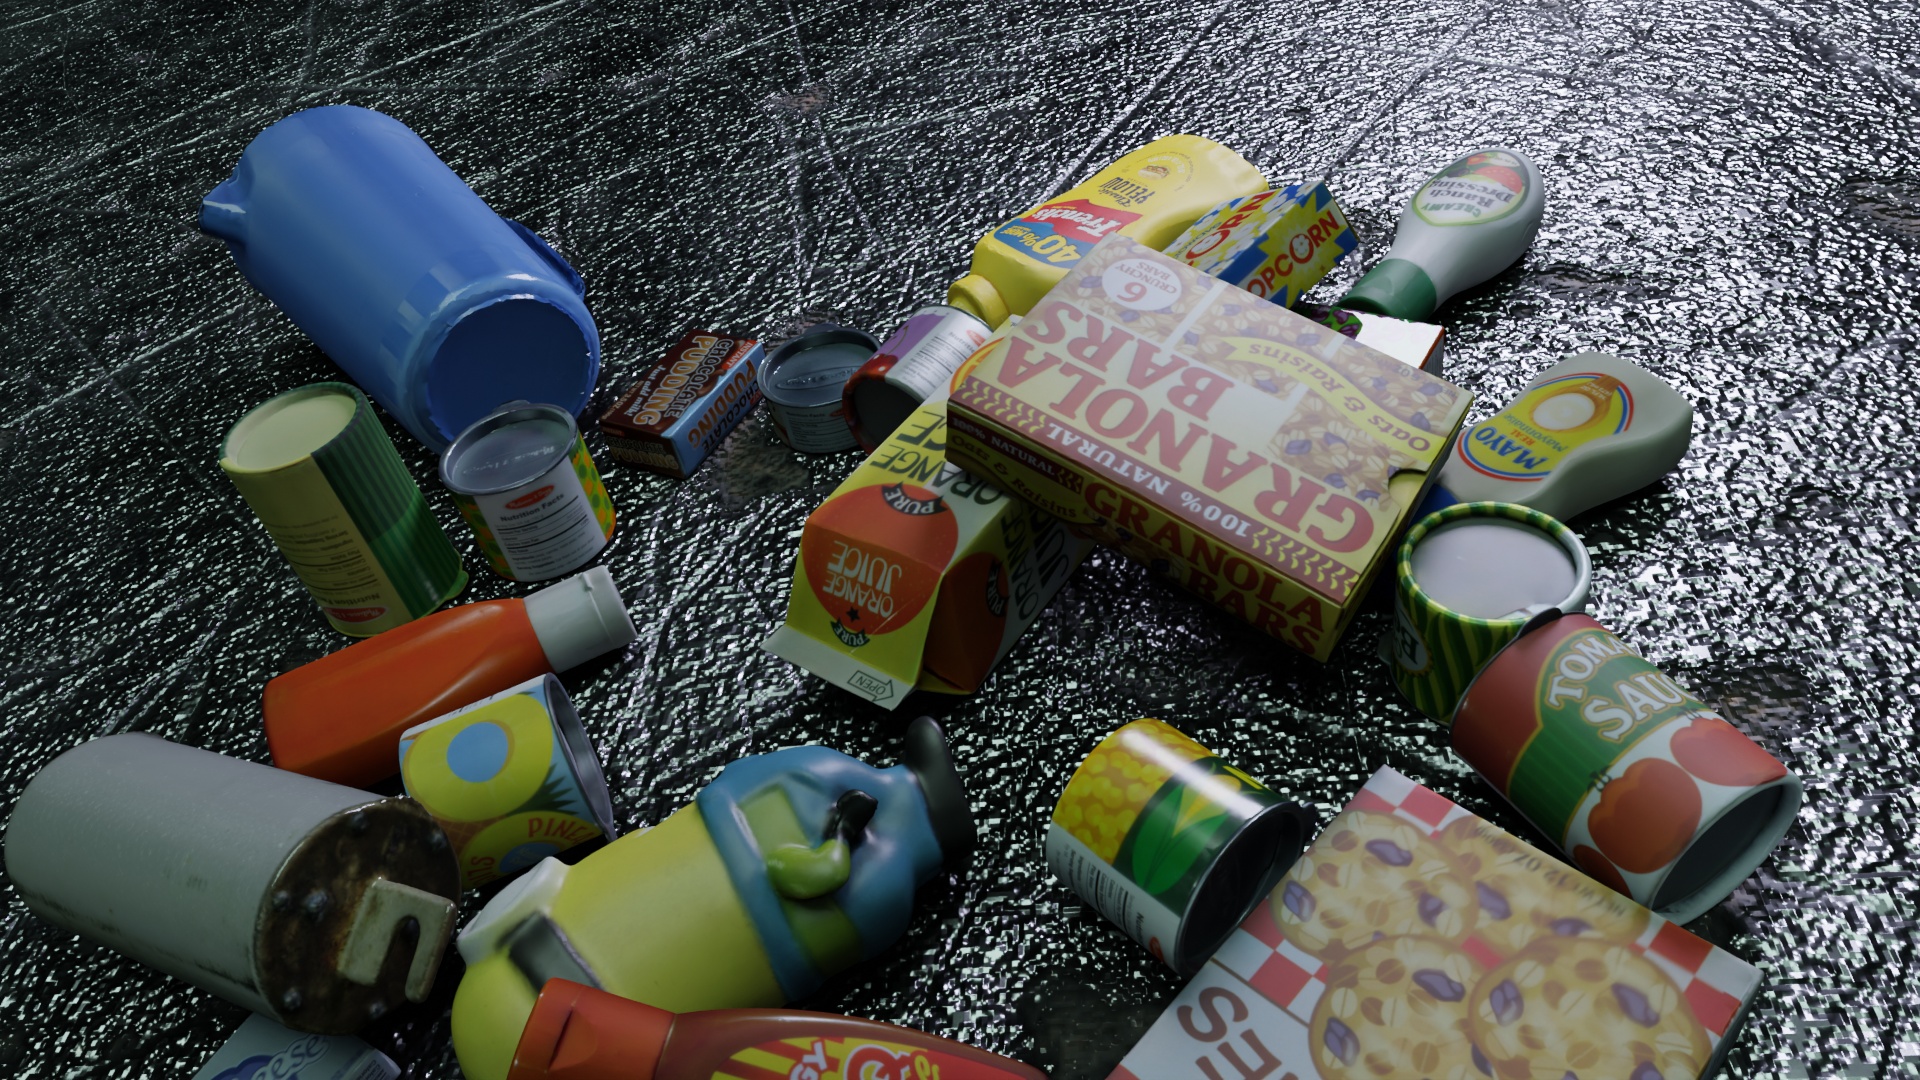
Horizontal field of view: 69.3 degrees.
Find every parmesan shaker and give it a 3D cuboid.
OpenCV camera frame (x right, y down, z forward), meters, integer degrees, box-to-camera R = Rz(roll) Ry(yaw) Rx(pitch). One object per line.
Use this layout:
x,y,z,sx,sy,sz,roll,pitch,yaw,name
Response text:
-0.280,-0.014,0.639,0.071,0.102,0.072,-7,42,7,parmesan shaker

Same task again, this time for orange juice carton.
0.002,-0.007,0.585,0.072,0.072,0.193,21,52,31,orange juice carton

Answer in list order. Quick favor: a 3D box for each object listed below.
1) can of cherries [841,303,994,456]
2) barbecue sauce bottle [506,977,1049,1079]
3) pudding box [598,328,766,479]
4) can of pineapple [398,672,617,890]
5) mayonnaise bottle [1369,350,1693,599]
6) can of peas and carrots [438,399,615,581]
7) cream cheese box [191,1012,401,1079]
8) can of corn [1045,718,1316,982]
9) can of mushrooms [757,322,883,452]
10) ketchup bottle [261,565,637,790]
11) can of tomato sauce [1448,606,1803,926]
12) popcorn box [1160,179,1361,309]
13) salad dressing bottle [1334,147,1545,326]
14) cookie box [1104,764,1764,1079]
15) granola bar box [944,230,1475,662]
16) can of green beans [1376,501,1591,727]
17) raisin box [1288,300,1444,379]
-0.015,-0.068,0.663,0.071,0.071,0.059,18,51,30,can of cherries
-0.051,0.163,0.394,0.148,0.043,0.065,18,56,-3,barbecue sauce bottle
-0.141,-0.072,0.721,0.050,0.030,0.084,15,49,27,pudding box
-0.170,0.093,0.525,0.058,0.070,0.071,-22,43,-9,can of pineapple
0.226,-0.025,0.572,0.148,0.041,0.065,-28,44,-16,mayonnaise bottle
-0.206,-0.024,0.665,0.071,0.058,0.071,-7,42,7,can of peas and carrots
-0.241,0.203,0.453,0.053,0.024,0.104,14,49,28,cream cheese box
0.072,0.099,0.458,0.071,0.070,0.058,-38,47,-25,can of corn
-0.067,-0.078,0.708,0.071,0.033,0.071,-7,43,7,can of mushrooms
-0.215,0.056,0.592,0.149,0.043,0.065,-24,44,-12,ketchup bottle
0.213,0.072,0.449,0.071,0.070,0.083,-26,44,-14,can of tomato sauce
0.114,-0.115,0.659,0.127,0.038,0.085,-42,19,-14,popcorn box
0.239,-0.143,0.694,0.064,0.043,0.148,24,54,35,salad dressing bottle
0.128,0.158,0.400,0.123,0.040,0.168,29,56,37,cookie box
0.095,-0.044,0.538,0.166,0.038,0.125,29,56,19,granola bar box
0.193,0.028,0.511,0.071,0.057,0.071,-7,42,7,can of green beans
0.155,-0.055,0.623,0.086,0.039,0.124,17,49,29,raisin box
